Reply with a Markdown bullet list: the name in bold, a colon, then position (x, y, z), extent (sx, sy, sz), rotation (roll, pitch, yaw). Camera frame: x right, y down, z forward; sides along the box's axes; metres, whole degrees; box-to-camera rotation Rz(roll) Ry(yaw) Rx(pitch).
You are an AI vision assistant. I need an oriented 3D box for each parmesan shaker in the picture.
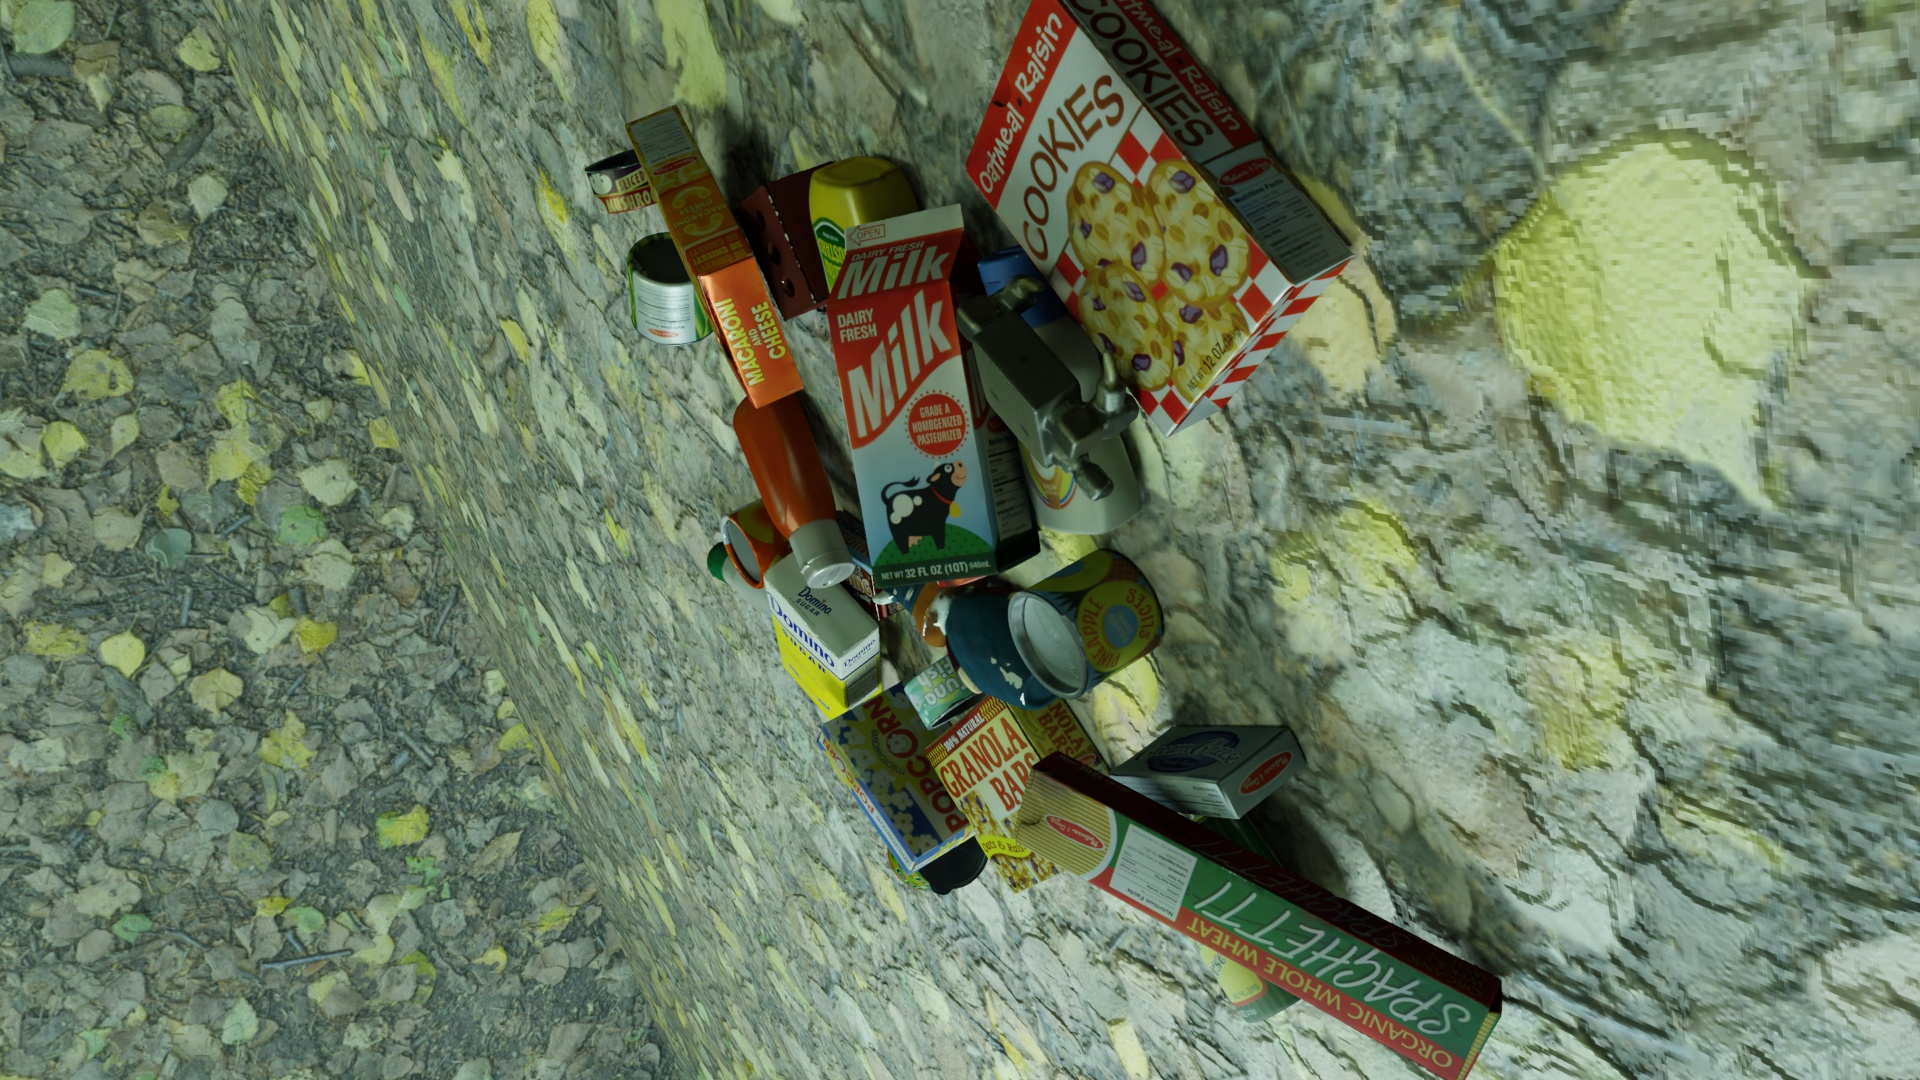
- **parmesan shaker**: position (0.152, 0.198, 0.751), extent (0.103, 0.071, 0.071), rotation (55, 152, 13)

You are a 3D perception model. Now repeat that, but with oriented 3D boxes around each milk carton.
- **milk carton**: position (-0.016, -0.077, 0.735), extent (0.072, 0.073, 0.190), rotation (-7, 95, 23)

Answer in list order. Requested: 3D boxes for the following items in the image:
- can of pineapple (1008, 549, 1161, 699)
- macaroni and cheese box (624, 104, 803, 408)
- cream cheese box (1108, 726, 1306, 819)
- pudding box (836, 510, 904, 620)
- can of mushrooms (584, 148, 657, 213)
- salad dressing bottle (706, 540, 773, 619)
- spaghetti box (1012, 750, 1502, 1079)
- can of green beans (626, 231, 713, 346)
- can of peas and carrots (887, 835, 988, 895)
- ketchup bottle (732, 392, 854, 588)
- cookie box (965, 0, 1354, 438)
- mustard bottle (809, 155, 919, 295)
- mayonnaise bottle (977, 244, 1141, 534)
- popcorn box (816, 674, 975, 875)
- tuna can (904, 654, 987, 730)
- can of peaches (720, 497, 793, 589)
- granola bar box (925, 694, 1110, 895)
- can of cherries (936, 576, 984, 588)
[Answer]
- **can of pineapple**: position (0.070, 0.046, 0.766), extent (0.071, 0.058, 0.070), rotation (41, 146, 35)
- **macaroni and cheese box**: position (-0.161, -0.185, 0.908), extent (0.123, 0.040, 0.167), rotation (75, 169, -54)
- **cream cheese box**: position (0.128, 0.122, 0.738), extent (0.103, 0.053, 0.024), rotation (-14, 104, 63)
- **pudding box**: position (-0.074, 0.017, 1.023), extent (0.084, 0.030, 0.049), rotation (34, 141, 43)
- **can of mushrooms**: position (-0.236, -0.263, 1.008), extent (0.071, 0.071, 0.033), rotation (23, 134, 51)
- **salad dressing bottle**: position (-0.174, 0.031, 1.198), extent (0.148, 0.044, 0.064), rotation (20, 136, 55)
- **spaghetti box**: position (0.142, 0.185, 0.698), extent (0.250, 0.029, 0.050), rotation (25, 116, 23)
- **can of green beans**: position (-0.215, -0.189, 1.041), extent (0.071, 0.071, 0.057), rotation (47, 148, 28)
- **can of peas and carrots**: position (-0.018, 0.242, 1.087), extent (0.071, 0.071, 0.058), rotation (61, 154, 3)
- **ketchup bottle**: position (-0.120, -0.038, 1.002), extent (0.064, 0.044, 0.149), rotation (-49, 58, 48)
- **cookie box**: position (0.076, -0.144, 0.600), extent (0.167, 0.040, 0.122), rotation (55, 153, 13)
- **mustard bottle**: position (-0.047, -0.139, 0.810), extent (0.065, 0.049, 0.159), rotation (30, 139, 48)
- **mayonnaise bottle**: position (0.047, -0.077, 0.712), extent (0.065, 0.041, 0.147), rotation (9, 122, 56)
- **popcorn box**: position (-0.037, 0.174, 1.041), extent (0.127, 0.085, 0.038), rotation (52, 150, 21)
- **tuna can**: position (-0.003, 0.096, 0.926), extent (0.033, 0.071, 0.070), rotation (57, 153, 11)
- **can of peaches**: position (-0.150, 0.000, 1.108), extent (0.071, 0.058, 0.070), rotation (41, 146, 36)
- **granola bar box**: position (0.043, 0.166, 0.943), extent (0.124, 0.039, 0.164), rotation (57, 152, 11)
- **can of cherries**: position (0.003, -0.010, 0.817), extent (0.071, 0.072, 0.058), rotation (-5, 111, 61)
